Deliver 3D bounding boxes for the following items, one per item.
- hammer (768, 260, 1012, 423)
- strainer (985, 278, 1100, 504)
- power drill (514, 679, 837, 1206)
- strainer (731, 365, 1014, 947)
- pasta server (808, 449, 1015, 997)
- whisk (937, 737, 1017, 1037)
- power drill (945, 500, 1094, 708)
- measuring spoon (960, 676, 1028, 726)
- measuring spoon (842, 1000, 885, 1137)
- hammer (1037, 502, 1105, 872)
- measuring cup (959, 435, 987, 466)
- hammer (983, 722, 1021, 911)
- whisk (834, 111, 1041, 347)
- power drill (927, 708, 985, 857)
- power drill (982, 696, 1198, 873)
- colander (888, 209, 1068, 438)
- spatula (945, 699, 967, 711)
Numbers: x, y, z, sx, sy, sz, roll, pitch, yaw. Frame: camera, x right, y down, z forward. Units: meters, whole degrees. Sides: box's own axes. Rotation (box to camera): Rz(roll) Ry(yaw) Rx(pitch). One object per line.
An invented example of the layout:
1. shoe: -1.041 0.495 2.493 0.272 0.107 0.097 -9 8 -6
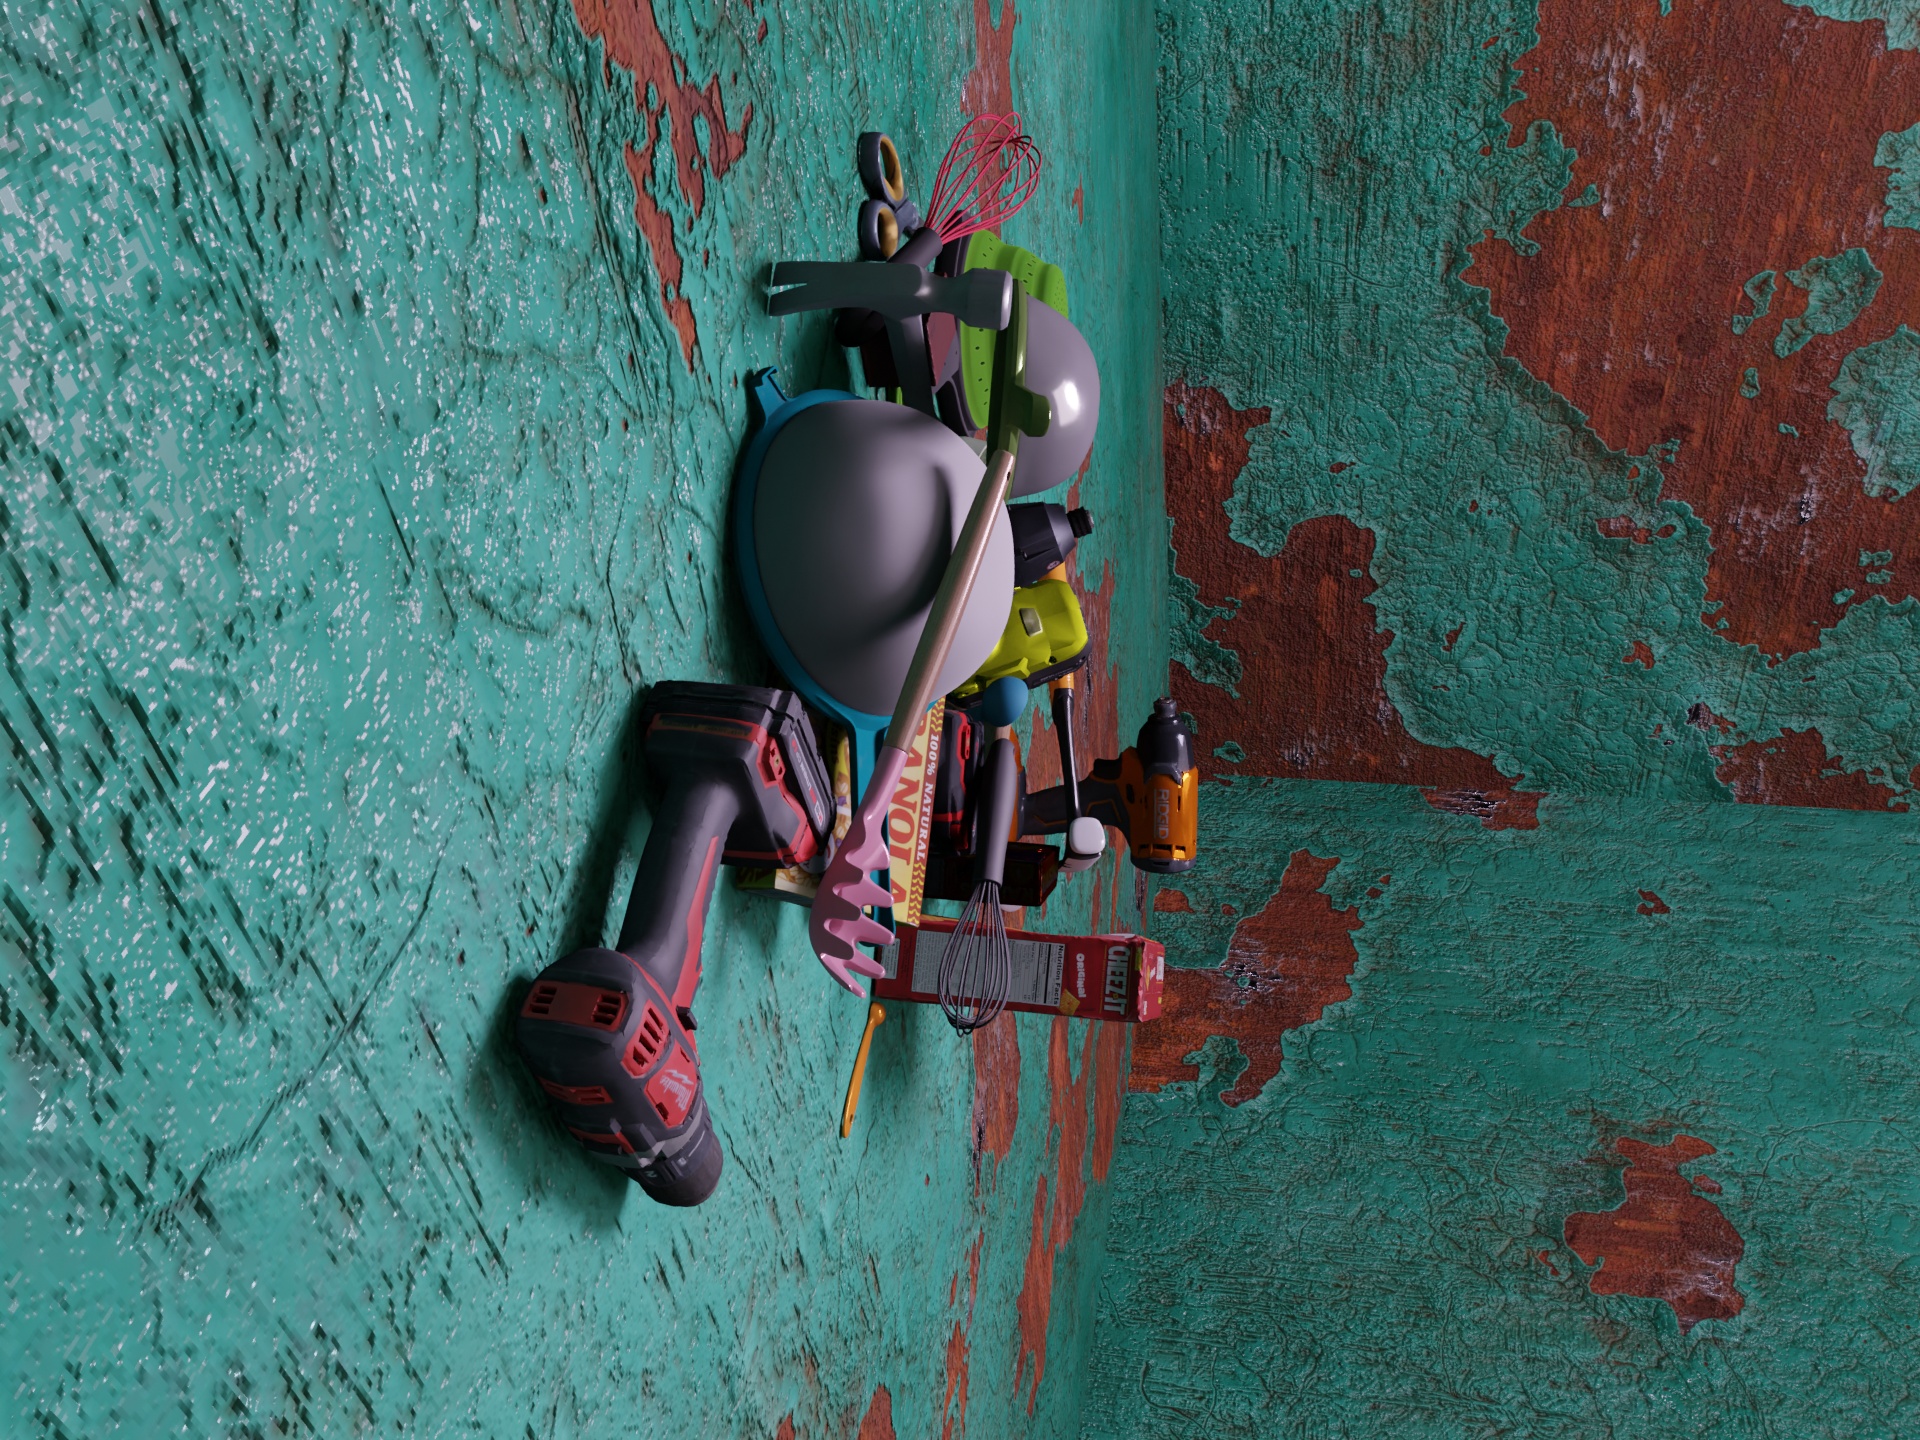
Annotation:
1. hammer: -0.033 -0.213 1.106 0.405 0.144 0.035 76 21 -78
2. strainer: 0.059 -0.198 0.999 0.256 0.069 0.151 -103 -163 -75
3. power drill: -0.131 0.113 0.781 0.187 0.080 0.227 77 23 -50
4. strainer: -0.028 -0.041 0.934 0.210 0.095 0.340 13 70 -51
5. pasta server: -0.019 -0.006 0.867 0.060 0.040 0.316 55 52 -65
6. whisk: 0.018 0.119 1.182 0.055 0.055 0.239 71 24 -60
7. power drill: 0.028 -0.091 1.212 0.223 0.171 0.080 58 14 -70
8. measuring spoon: -0.002 -0.004 1.265 0.021 0.128 0.042 33 48 -39
9. measuring spoon: -0.073 0.266 1.216 0.021 0.011 0.117 79 18 -46
10. hammer: 0.089 -0.033 1.420 0.127 0.034 0.337 112 -25 -73
11. measuring cup: -0.012 -0.165 1.370 0.083 0.038 0.167 -50 159 -61
12. hammer: 0.032 -0.009 1.388 0.130 0.031 0.331 -141 -128 -62
13. whisk: -0.015 -0.355 1.150 0.296 0.073 0.073 -58 152 -37
14. power drill: -0.047 0.057 1.148 0.219 0.078 0.143 -4 96 -75
15. power drill: 0.110 0.055 1.499 0.084 0.226 0.164 -47 138 -71
16. colander: 0.027 -0.314 1.344 0.397 0.094 0.204 -63 153 -62
17. spatula: -0.011 -0.022 1.416 0.315 0.018 0.060 25 64 -75
